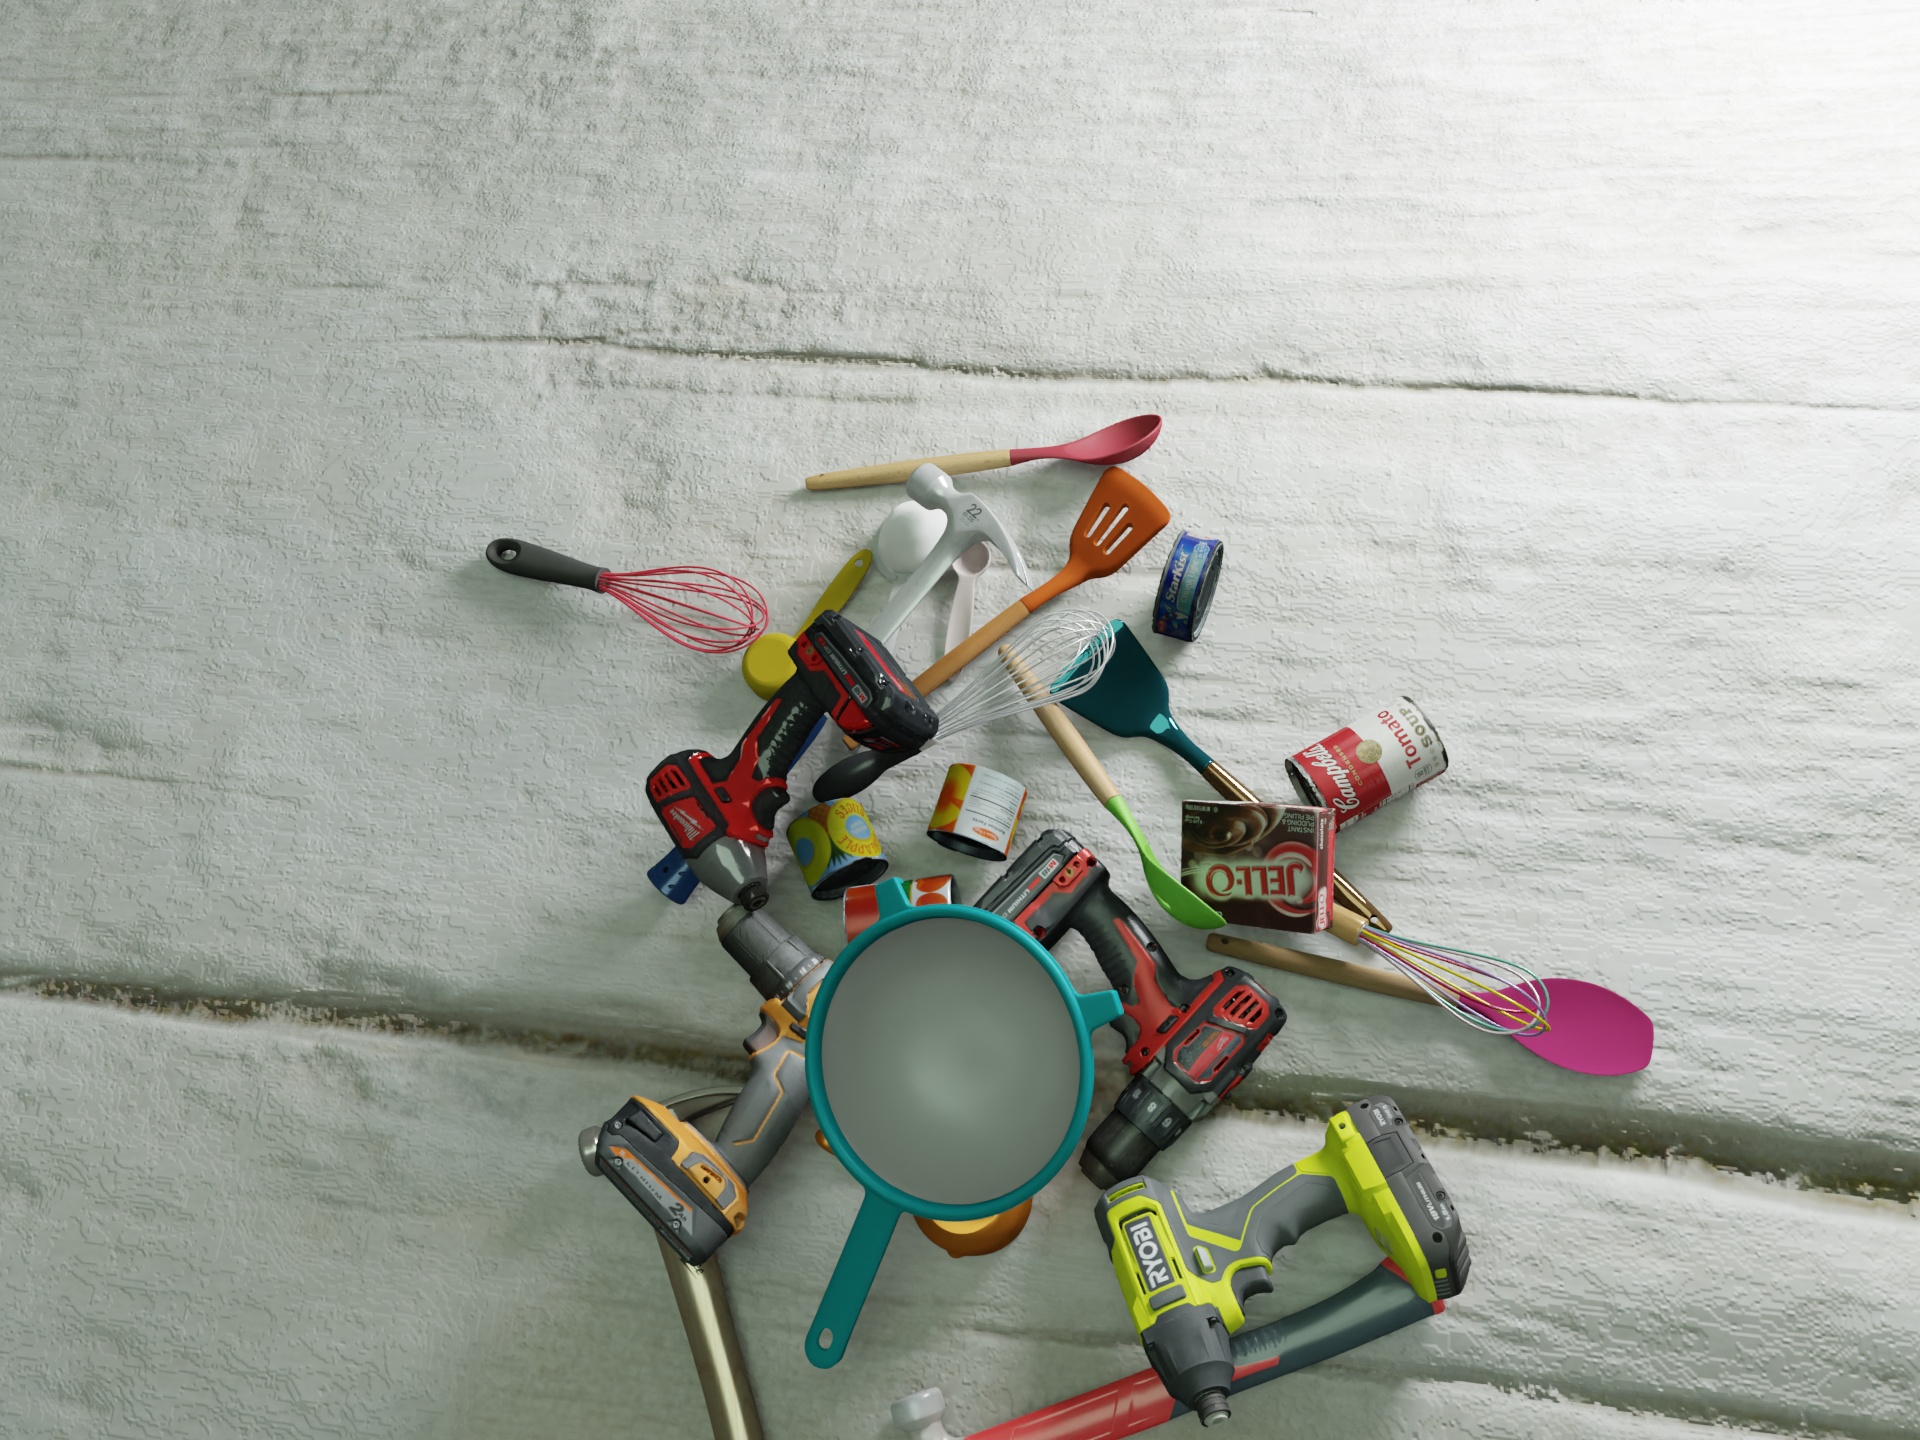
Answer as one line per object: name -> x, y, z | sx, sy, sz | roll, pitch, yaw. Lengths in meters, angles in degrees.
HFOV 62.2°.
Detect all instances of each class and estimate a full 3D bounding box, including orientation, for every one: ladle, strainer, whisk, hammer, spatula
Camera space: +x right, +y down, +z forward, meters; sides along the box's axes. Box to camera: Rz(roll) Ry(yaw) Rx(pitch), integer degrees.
ladle -> 0.018, -0.223, 1.364 | 0.315, 0.031, 0.069 | -5, 30, 13
strainer -> -0.020, 0.292, 1.117 | 0.211, 0.095, 0.340 | 25, 96, 22
whisk -> -0.294, -0.116, 1.377 | 0.296, 0.073, 0.073 | 16, 75, 22
whisk -> 0.310, 0.161, 1.148 | 0.245, 0.047, 0.051 | 26, 107, 31
hammer -> -0.164, 0.474, 1.155 | 0.146, 0.038, 0.411 | -20, 69, 2
spatula -> 0.031, -0.083, 1.300 | 0.322, 0.041, 0.081 | -38, 57, -6
hammer -> -0.105, -0.015, 1.279 | 0.144, 0.035, 0.405 | 41, 92, 29
spatula -> 0.207, 0.053, 1.225 | 0.082, 0.044, 0.318 | -46, 70, 0
hammer -> 0.152, 0.474, 1.091 | 0.386, 0.038, 0.143 | -22, 70, 3
strainer -> -0.056, -0.094, 1.331 | 0.087, 0.050, 0.258 | 7, 75, 30
whisk -> -0.002, -0.003, 1.253 | 0.284, 0.070, 0.070 | -30, 67, 19

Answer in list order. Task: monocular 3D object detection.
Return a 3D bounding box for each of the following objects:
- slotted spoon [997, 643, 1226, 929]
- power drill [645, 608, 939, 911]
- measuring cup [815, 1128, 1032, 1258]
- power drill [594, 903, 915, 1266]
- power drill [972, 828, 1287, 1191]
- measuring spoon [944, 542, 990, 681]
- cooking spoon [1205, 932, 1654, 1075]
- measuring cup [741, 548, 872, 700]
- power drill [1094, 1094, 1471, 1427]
slotted spoon -> 0.105, 0.046, 1.221 | 0.031, 0.070, 0.314 | -38, 53, 6
power drill -> -0.131, 0.035, 1.211 | 0.219, 0.078, 0.143 | -43, 60, 9
measuring cup -> -0.033, 0.332, 1.168 | 0.174, 0.052, 0.095 | 17, 75, 14
power drill -> -0.165, 0.257, 1.169 | 0.185, 0.084, 0.226 | 44, 64, 8
power drill -> 0.101, 0.212, 1.175 | 0.227, 0.080, 0.188 | 42, 83, 18
measuring spoon -> 0.003, -0.091, 1.334 | 0.034, 0.018, 0.124 | 6, 79, 17
cooking spoon -> 0.337, 0.198, 1.162 | 0.319, 0.017, 0.069 | 12, 62, 15
measuring cup -> -0.127, -0.086, 1.340 | 0.062, 0.029, 0.156 | 36, 87, 20
power drill -> 0.218, 0.361, 1.073 | 0.223, 0.080, 0.171 | -24, 41, 1
